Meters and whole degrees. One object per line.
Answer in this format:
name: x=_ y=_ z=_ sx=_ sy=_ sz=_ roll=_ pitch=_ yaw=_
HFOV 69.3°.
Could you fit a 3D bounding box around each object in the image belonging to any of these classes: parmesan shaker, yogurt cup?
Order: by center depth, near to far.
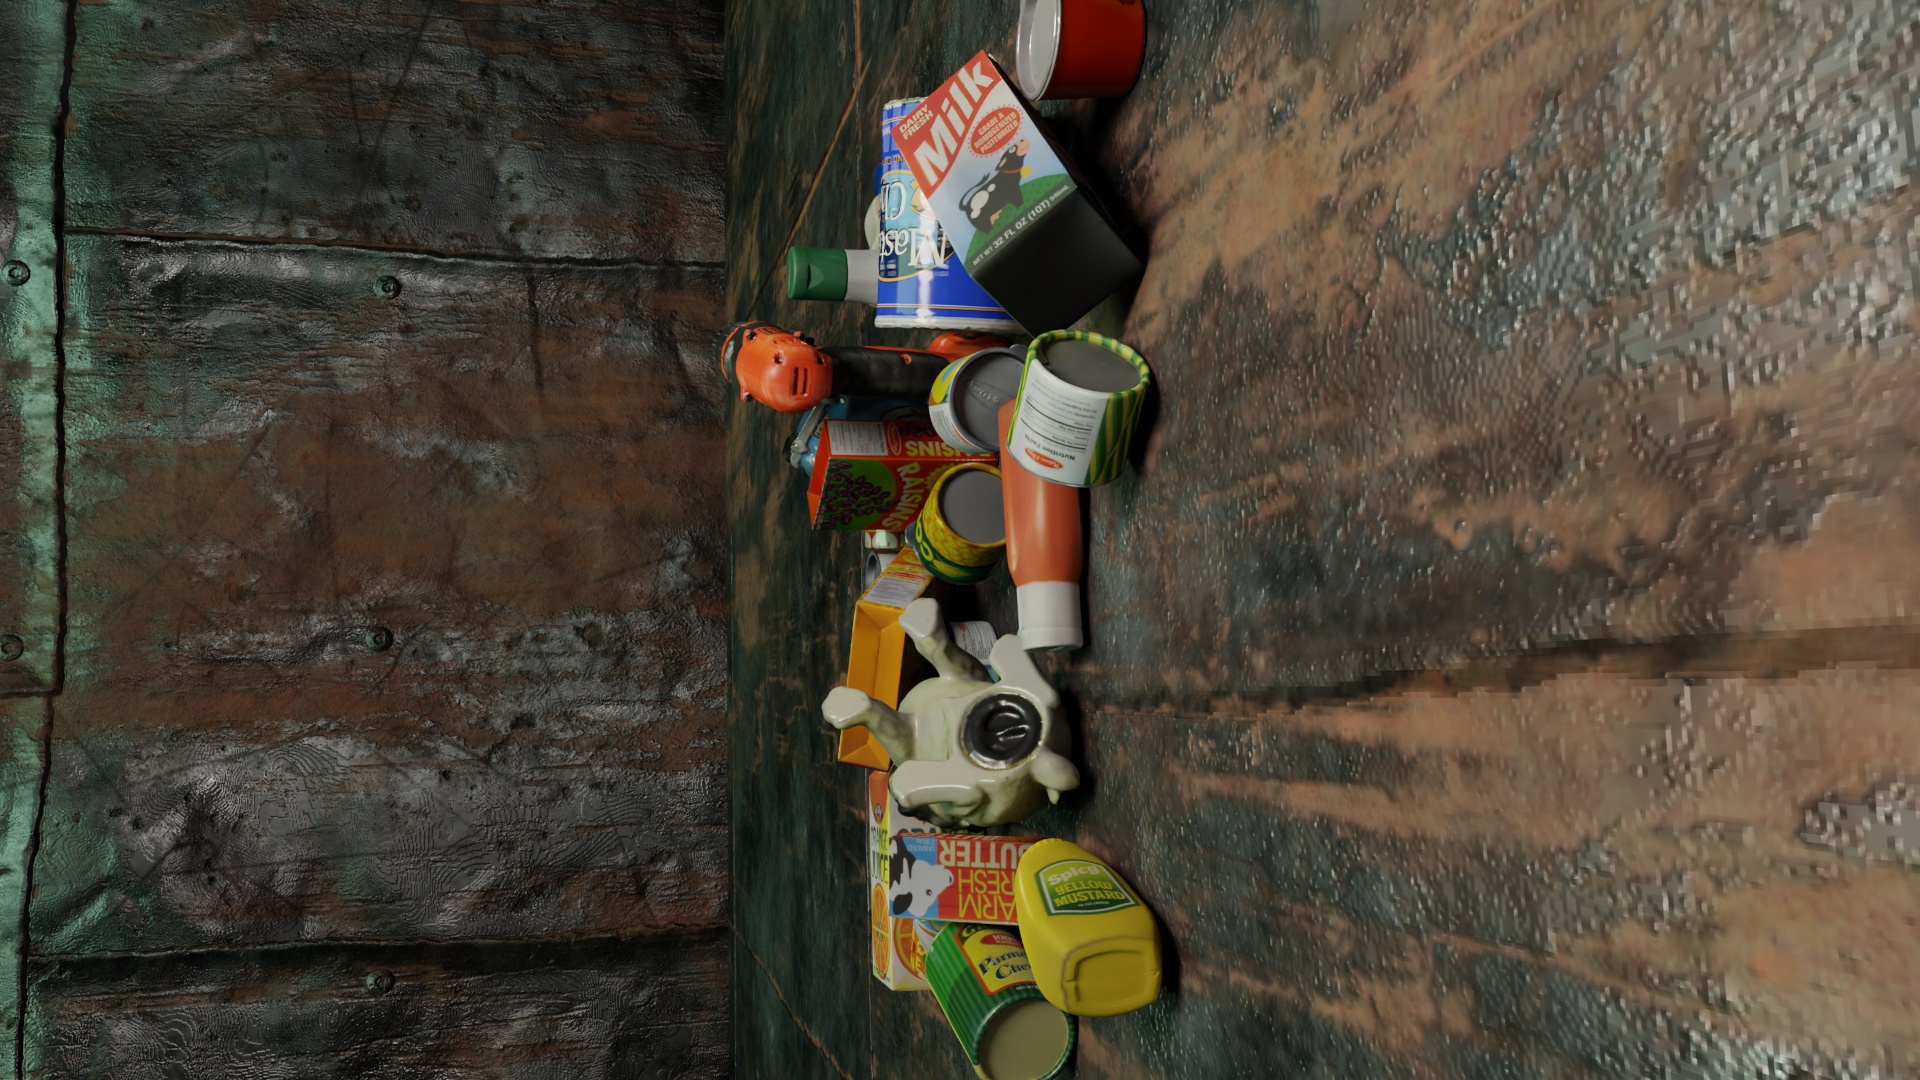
yogurt cup: x=0.065 y=-0.269 z=0.746 sx=0.072 sy=0.054 sz=0.072 roll=-178 pitch=89 yaw=-75
parmesan shaker: x=0.026 y=0.284 z=0.858 sx=0.103 sy=0.071 sz=0.071 roll=-147 pitch=59 yaw=-69

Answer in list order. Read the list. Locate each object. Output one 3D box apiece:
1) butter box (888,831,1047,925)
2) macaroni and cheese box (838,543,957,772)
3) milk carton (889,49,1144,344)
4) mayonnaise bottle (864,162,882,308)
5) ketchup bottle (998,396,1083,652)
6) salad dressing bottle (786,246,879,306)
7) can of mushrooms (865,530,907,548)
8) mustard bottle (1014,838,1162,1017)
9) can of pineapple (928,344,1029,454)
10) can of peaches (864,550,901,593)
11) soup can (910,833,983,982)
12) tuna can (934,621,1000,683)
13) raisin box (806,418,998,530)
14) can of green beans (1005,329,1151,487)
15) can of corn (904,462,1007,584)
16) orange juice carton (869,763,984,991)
butter box: x=0.005 y=0.214 z=0.881 sx=0.024 sy=0.103 sz=0.053 roll=11 pitch=-104 yaw=-67
macaroni and cheese box: x=-0.042 y=0.075 z=1.017 sx=0.167 sy=0.040 sz=0.123 roll=-54 pitch=-26 yaw=-68
milk carton: x=0.022 y=-0.203 z=0.773 sx=0.072 sy=0.073 sz=0.191 roll=-38 pitch=47 yaw=15
mayonnaise bottle: x=-0.052 y=-0.258 z=1.166 sx=0.041 sy=0.065 sz=0.149 roll=111 pitch=158 yaw=-54
ketchup bottle: x=0.049 y=-0.010 z=0.819 sx=0.064 sy=0.043 sz=0.149 roll=143 pitch=126 yaw=-71
salad dressing bottle: x=-0.047 y=-0.184 z=0.975 sx=0.044 sy=0.148 sz=0.064 roll=-131 pitch=43 yaw=-67
can of mushrooms: x=-0.042 y=-0.010 z=1.116 sx=0.071 sy=0.071 sz=0.033 roll=179 pitch=91 yaw=-75
mustard bottle: x=0.059 y=0.196 z=0.744 sx=0.160 sy=0.065 sz=0.048 roll=-137 pitch=44 yaw=-75
can of pineapple: x=0.019 y=-0.090 z=0.894 sx=0.058 sy=0.071 sz=0.071 roll=-174 pitch=85 yaw=-75
can of peaches: x=-0.044 y=0.041 z=1.134 sx=0.071 sy=0.058 sz=0.071 roll=-179 pitch=89 yaw=-75
soup can: x=0.001 y=0.253 z=0.943 sx=0.071 sy=0.071 sz=0.083 roll=-131 pitch=43 yaw=-68
tuna can: x=0.004 y=0.093 z=1.001 sx=0.071 sy=0.033 sz=0.071 roll=-178 pitch=89 yaw=-75
raisin box: x=-0.043 y=-0.047 z=1.006 sx=0.085 sy=0.123 sz=0.040 roll=109 pitch=155 yaw=-49
can of green beans: x=0.062 y=-0.070 z=0.730 sx=0.071 sy=0.071 sz=0.057 roll=-108 pitch=24 yaw=-49
can of corn: x=0.003 y=-0.012 z=0.934 sx=0.058 sy=0.071 sz=0.071 roll=121 pitch=146 yaw=-60
orange juice carton: x=-0.025 y=0.228 z=1.030 sx=0.071 sy=0.073 sz=0.193 roll=149 pitch=121 yaw=-73
